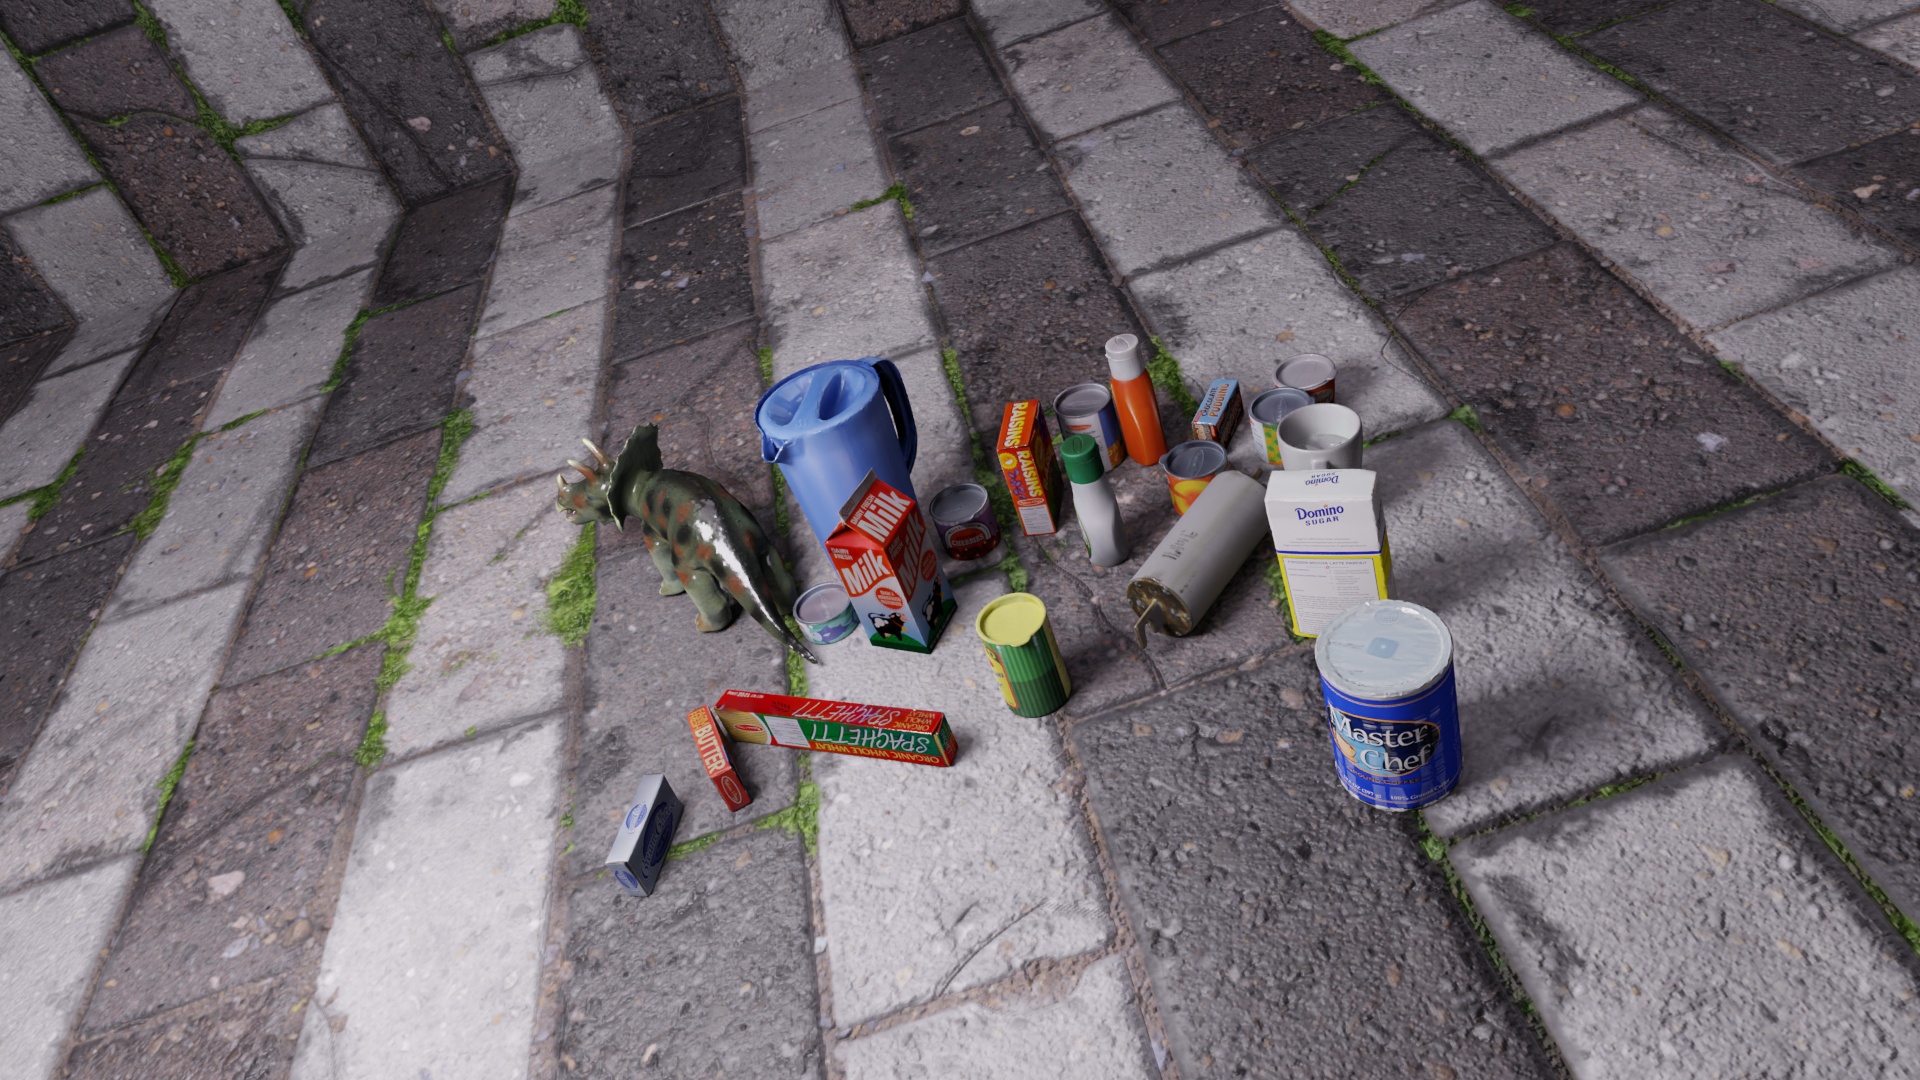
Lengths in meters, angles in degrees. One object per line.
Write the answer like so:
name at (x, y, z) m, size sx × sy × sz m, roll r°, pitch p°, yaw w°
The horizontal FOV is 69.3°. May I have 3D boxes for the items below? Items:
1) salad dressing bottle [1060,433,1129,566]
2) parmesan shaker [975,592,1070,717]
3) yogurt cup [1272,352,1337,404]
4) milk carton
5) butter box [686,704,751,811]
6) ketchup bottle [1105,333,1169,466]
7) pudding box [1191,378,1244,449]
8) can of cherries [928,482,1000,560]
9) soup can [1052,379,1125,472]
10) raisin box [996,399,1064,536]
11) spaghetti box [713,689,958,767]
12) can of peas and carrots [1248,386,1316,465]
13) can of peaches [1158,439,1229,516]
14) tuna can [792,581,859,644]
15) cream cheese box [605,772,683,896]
salad dressing bottle at (0.136, -0.040, 1.407) m, size 0.044 × 0.147 × 0.064 m, roll -12°, pitch 38°, yaw 11°
parmesan shaker at (0.060, 0.110, 1.293) m, size 0.071 × 0.102 × 0.072 m, roll -13°, pitch 38°, yaw 10°
yogurt cup at (0.381, -0.166, 1.528) m, size 0.072 × 0.053 × 0.073 m, roll -12°, pitch 38°, yaw 10°
milk carton at (-0.074, 0.021, 1.390) m, size 0.073 × 0.189 × 0.073 m, roll 5°, pitch 44°, yaw 30°
butter box at (-0.234, 0.210, 1.343) m, size 0.024 × 0.053 × 0.104 m, roll -27°, pitch 38°, yaw -8°
ketchup bottle at (0.191, -0.155, 1.523) m, size 0.043 × 0.148 × 0.065 m, roll -24°, pitch 37°, yaw -5°
pudding box at (0.285, -0.136, 1.538) m, size 0.030 × 0.049 × 0.084 m, roll 6°, pitch 44°, yaw 30°
can of cherries at (0.005, -0.019, 1.513) m, size 0.071 × 0.058 × 0.072 m, roll -12°, pitch 38°, yaw 10°
soup can at (0.146, -0.127, 1.561) m, size 0.071 × 0.083 × 0.072 m, roll -13°, pitch 38°, yaw 10°
raisin box at (0.077, -0.078, 1.500) m, size 0.040 × 0.122 × 0.086 m, roll -6°, pitch 40°, yaw 18°
spaghetti box at (-0.121, 0.179, 1.332) m, size 0.250 × 0.050 × 0.029 m, roll 2°, pitch 43°, yaw 27°
can of peas and carrots at (0.348, -0.123, 1.486) m, size 0.071 × 0.058 × 0.071 m, roll -12°, pitch 38°, yaw 10°
can of peaches at (0.249, -0.064, 1.459) m, size 0.071 × 0.057 × 0.071 m, roll -12°, pitch 38°, yaw 10°
tuna can at (-0.140, 0.076, 1.481) m, size 0.071 × 0.032 × 0.071 m, roll -12°, pitch 38°, yaw 10°
cream cheese box at (-0.292, 0.273, 1.291) m, size 0.024 × 0.053 × 0.104 m, roll -6°, pitch 40°, yaw 18°
